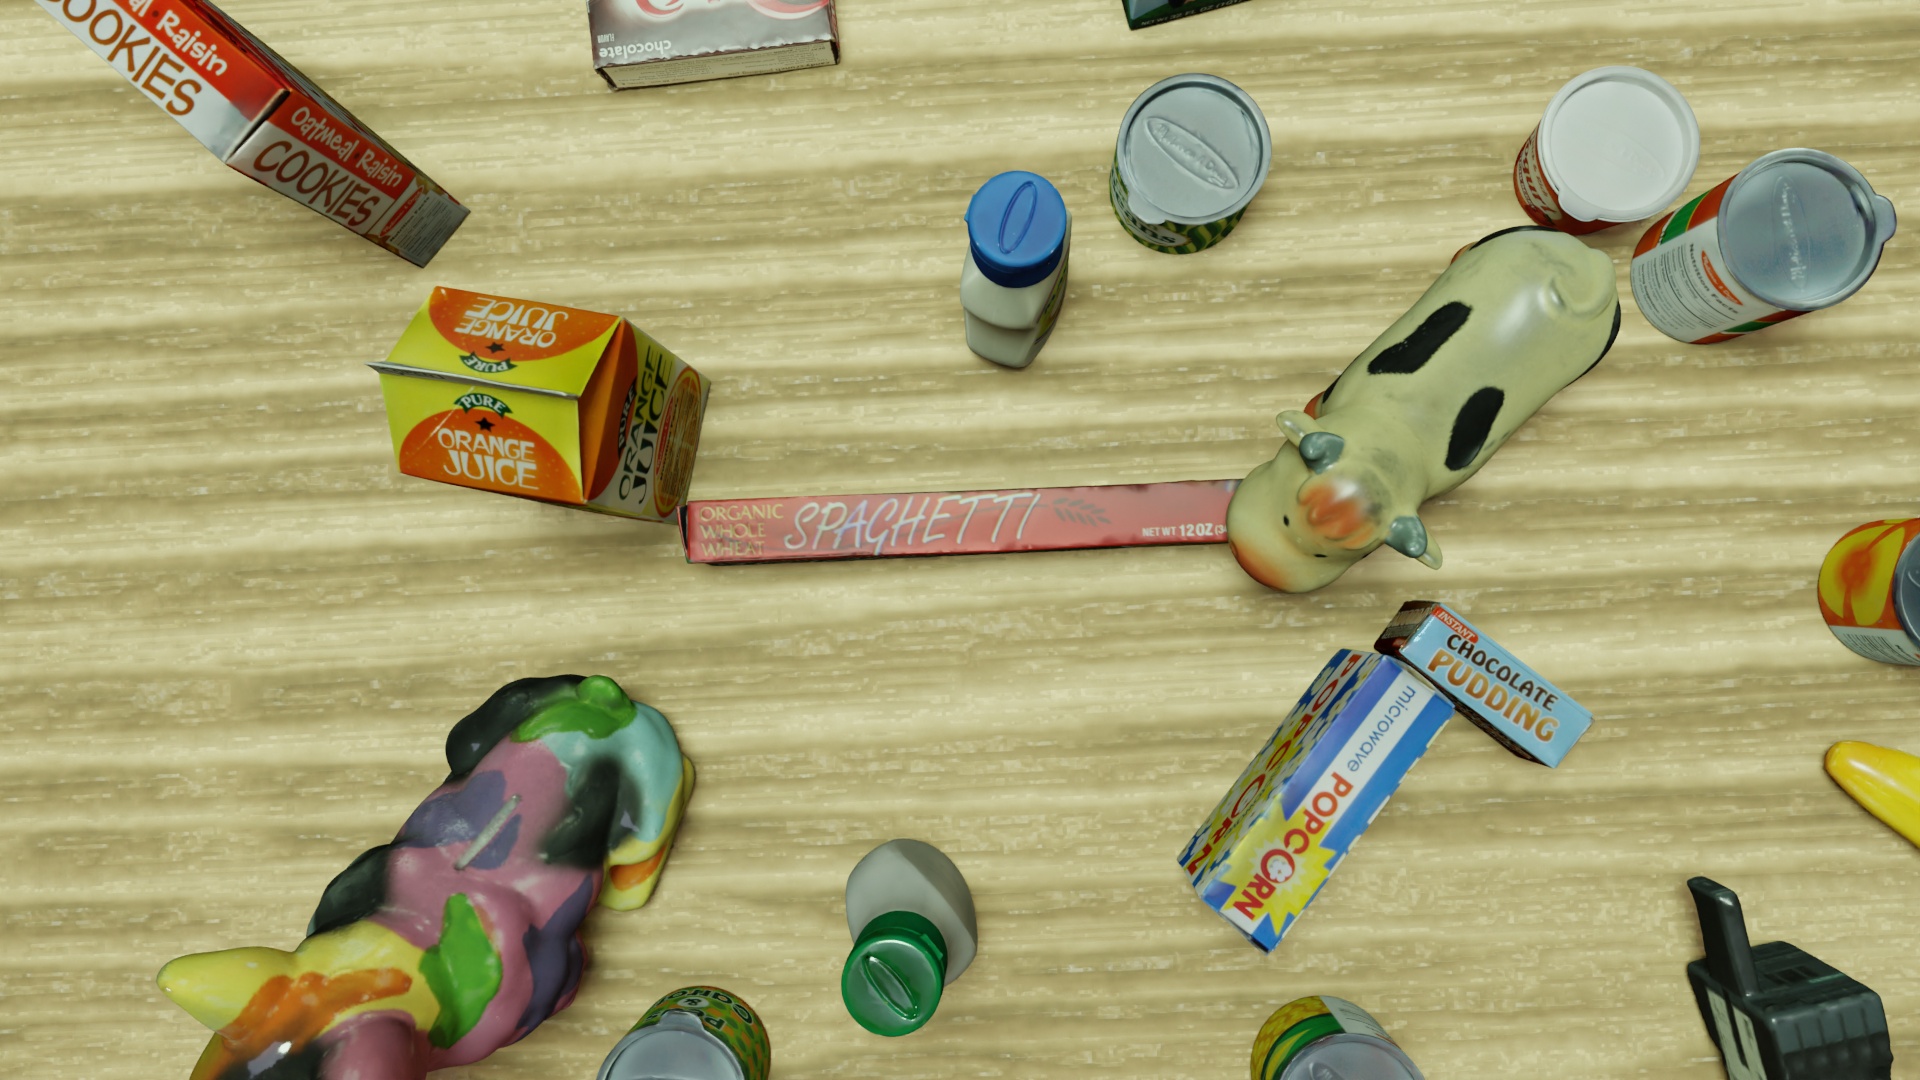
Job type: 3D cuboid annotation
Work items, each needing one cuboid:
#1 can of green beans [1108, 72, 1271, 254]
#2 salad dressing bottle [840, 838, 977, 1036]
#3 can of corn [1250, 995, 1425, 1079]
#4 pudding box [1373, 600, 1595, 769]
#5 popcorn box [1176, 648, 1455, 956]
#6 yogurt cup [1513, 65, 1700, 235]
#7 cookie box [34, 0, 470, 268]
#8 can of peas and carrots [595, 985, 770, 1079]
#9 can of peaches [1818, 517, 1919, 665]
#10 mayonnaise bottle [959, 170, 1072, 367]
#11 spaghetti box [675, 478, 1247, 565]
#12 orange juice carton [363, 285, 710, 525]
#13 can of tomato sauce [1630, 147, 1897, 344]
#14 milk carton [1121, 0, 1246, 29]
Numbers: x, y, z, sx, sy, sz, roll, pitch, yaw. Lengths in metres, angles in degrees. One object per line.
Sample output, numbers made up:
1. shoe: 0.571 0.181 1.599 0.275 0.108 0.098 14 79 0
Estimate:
1. can of green beans: 0.101 -0.166 0.621 0.071 0.058 0.071 0 87 2
2. salad dressing bottle: -0.022 0.160 0.564 0.044 0.147 0.064 -40 87 0
3. can of corn: 0.160 0.239 0.599 0.071 0.058 0.071 0 87 2
4. pudding box: 0.228 0.062 0.610 0.084 0.049 0.030 37 89 3
5. popcorn box: 0.148 0.106 0.592 0.038 0.085 0.126 38 89 3
6. yogurt cup: 0.282 -0.169 0.617 0.072 0.054 0.072 0 87 2
7. cookie box: -0.294 -0.185 0.581 0.123 0.167 0.040 39 90 3
8. can of peas and carrots: -0.120 0.233 0.609 0.071 0.058 0.071 0 87 2
9. can of peaches: 0.421 0.020 0.601 0.071 0.058 0.071 0 87 2
10. mayonnaise bottle: 0.024 -0.114 0.576 0.041 0.148 0.065 21 89 3
11. spaghetti box: 0.002 -0.008 0.621 0.250 0.050 0.028 -2 88 2
12. orange juice carton: -0.161 -0.051 0.557 0.072 0.192 0.073 10 88 3
13. can of tomato sauce: 0.341 -0.124 0.598 0.071 0.083 0.071 0 88 2
14. milk carton: 0.102 -0.285 0.561 0.072 0.190 0.073 -14 87 2
